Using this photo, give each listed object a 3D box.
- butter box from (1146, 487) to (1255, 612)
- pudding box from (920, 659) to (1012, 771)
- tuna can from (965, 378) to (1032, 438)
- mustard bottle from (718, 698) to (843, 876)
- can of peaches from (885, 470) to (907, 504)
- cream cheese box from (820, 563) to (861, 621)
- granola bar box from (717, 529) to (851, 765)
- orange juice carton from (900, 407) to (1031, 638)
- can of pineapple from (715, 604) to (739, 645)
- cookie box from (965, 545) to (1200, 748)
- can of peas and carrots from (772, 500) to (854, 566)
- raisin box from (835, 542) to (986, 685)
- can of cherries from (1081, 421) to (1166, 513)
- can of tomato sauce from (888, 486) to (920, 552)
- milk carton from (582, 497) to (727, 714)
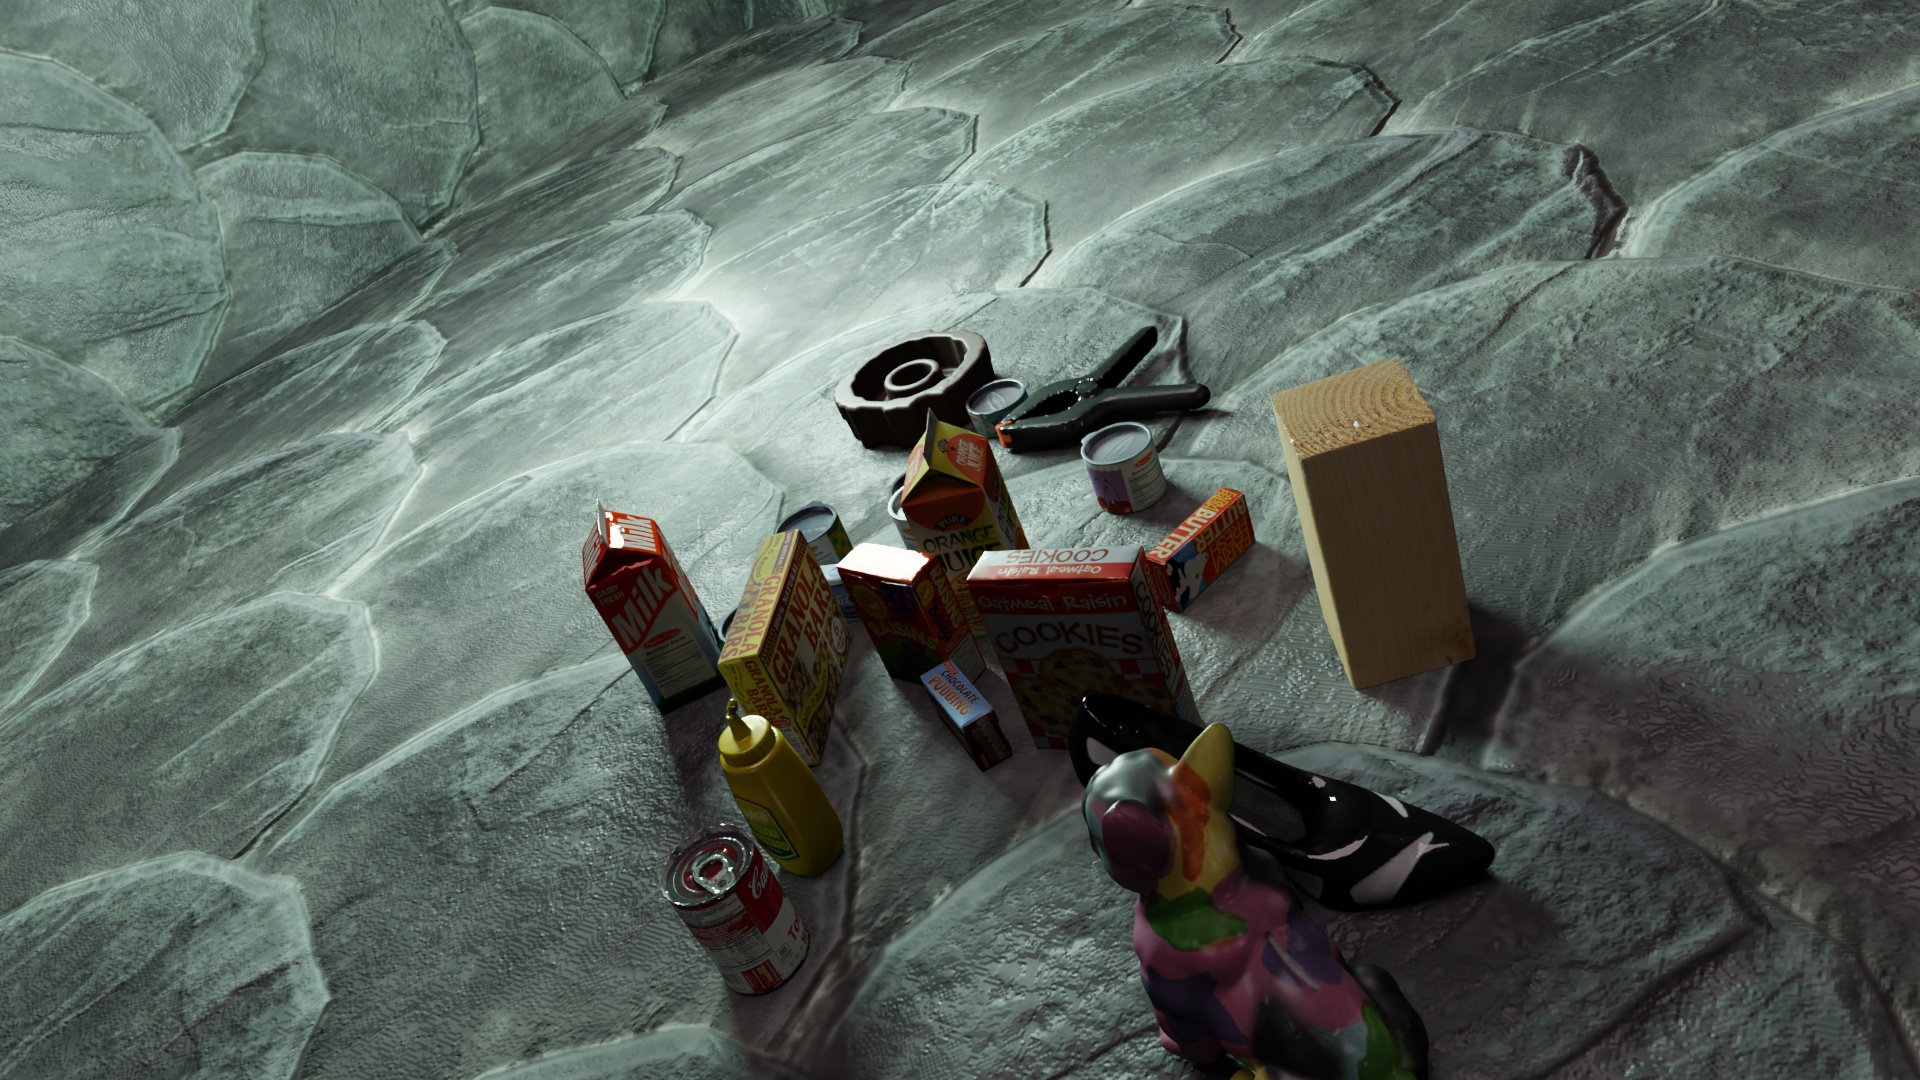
[{"bbox_3d":[0.198,0.007,1.139,0.104,0.053,0.024,-40,36,-25],"label":"butter box"},{"bbox_3d":[0.004,0.134,1.075,0.030,0.049,0.084,-30,33,-11],"label":"pudding box"},{"bbox_3d":[0.044,-0.140,1.460,0.071,0.032,0.071,-16,33,11],"label":"tuna can"},{"bbox_3d":[-0.138,0.174,1.001,0.065,0.159,0.049,8,44,39],"label":"mustard bottle"},{"bbox_3d":[-0.030,-0.032,1.325,0.071,0.057,0.071,-16,33,11],"label":"can of peaches"},{"bbox_3d":[-0.097,0.047,1.257,0.104,0.053,0.024,-7,36,23],"label":"cream cheese box"},{"bbox_3d":[-0.142,0.089,1.158,0.039,0.123,0.166,-12,34,16],"label":"granola bar box"},{"bbox_3d":[0.004,-0.015,1.157,0.073,0.191,0.072,-13,34,15],"label":"orange juice carton"},{"bbox_3d":[-0.175,0.090,1.237,0.071,0.057,0.071,-16,33,11],"label":"can of pineapple"},{"bbox_3d":[0.090,0.080,0.993,0.123,0.166,0.040,-3,38,28],"label":"cookie box"},{"bbox_3d":[-0.138,0.006,1.336,0.071,0.058,0.071,-16,33,11],"label":"can of peas and carrots"},{"bbox_3d":[-0.040,0.064,1.134,0.086,0.123,0.040,10,45,40],"label":"raisin box"},{"bbox_3d":[0.148,-0.067,1.269,0.071,0.058,0.072,-16,33,11],"label":"can of cherries"},{"bbox_3d":[-0.019,-0.009,1.263,0.071,0.082,0.071,-16,33,11],"label":"can of tomato sauce"},{"bbox_3d":[-0.277,0.053,1.229,0.073,0.189,0.072,-25,33,-4],"label":"milk carton"}]
